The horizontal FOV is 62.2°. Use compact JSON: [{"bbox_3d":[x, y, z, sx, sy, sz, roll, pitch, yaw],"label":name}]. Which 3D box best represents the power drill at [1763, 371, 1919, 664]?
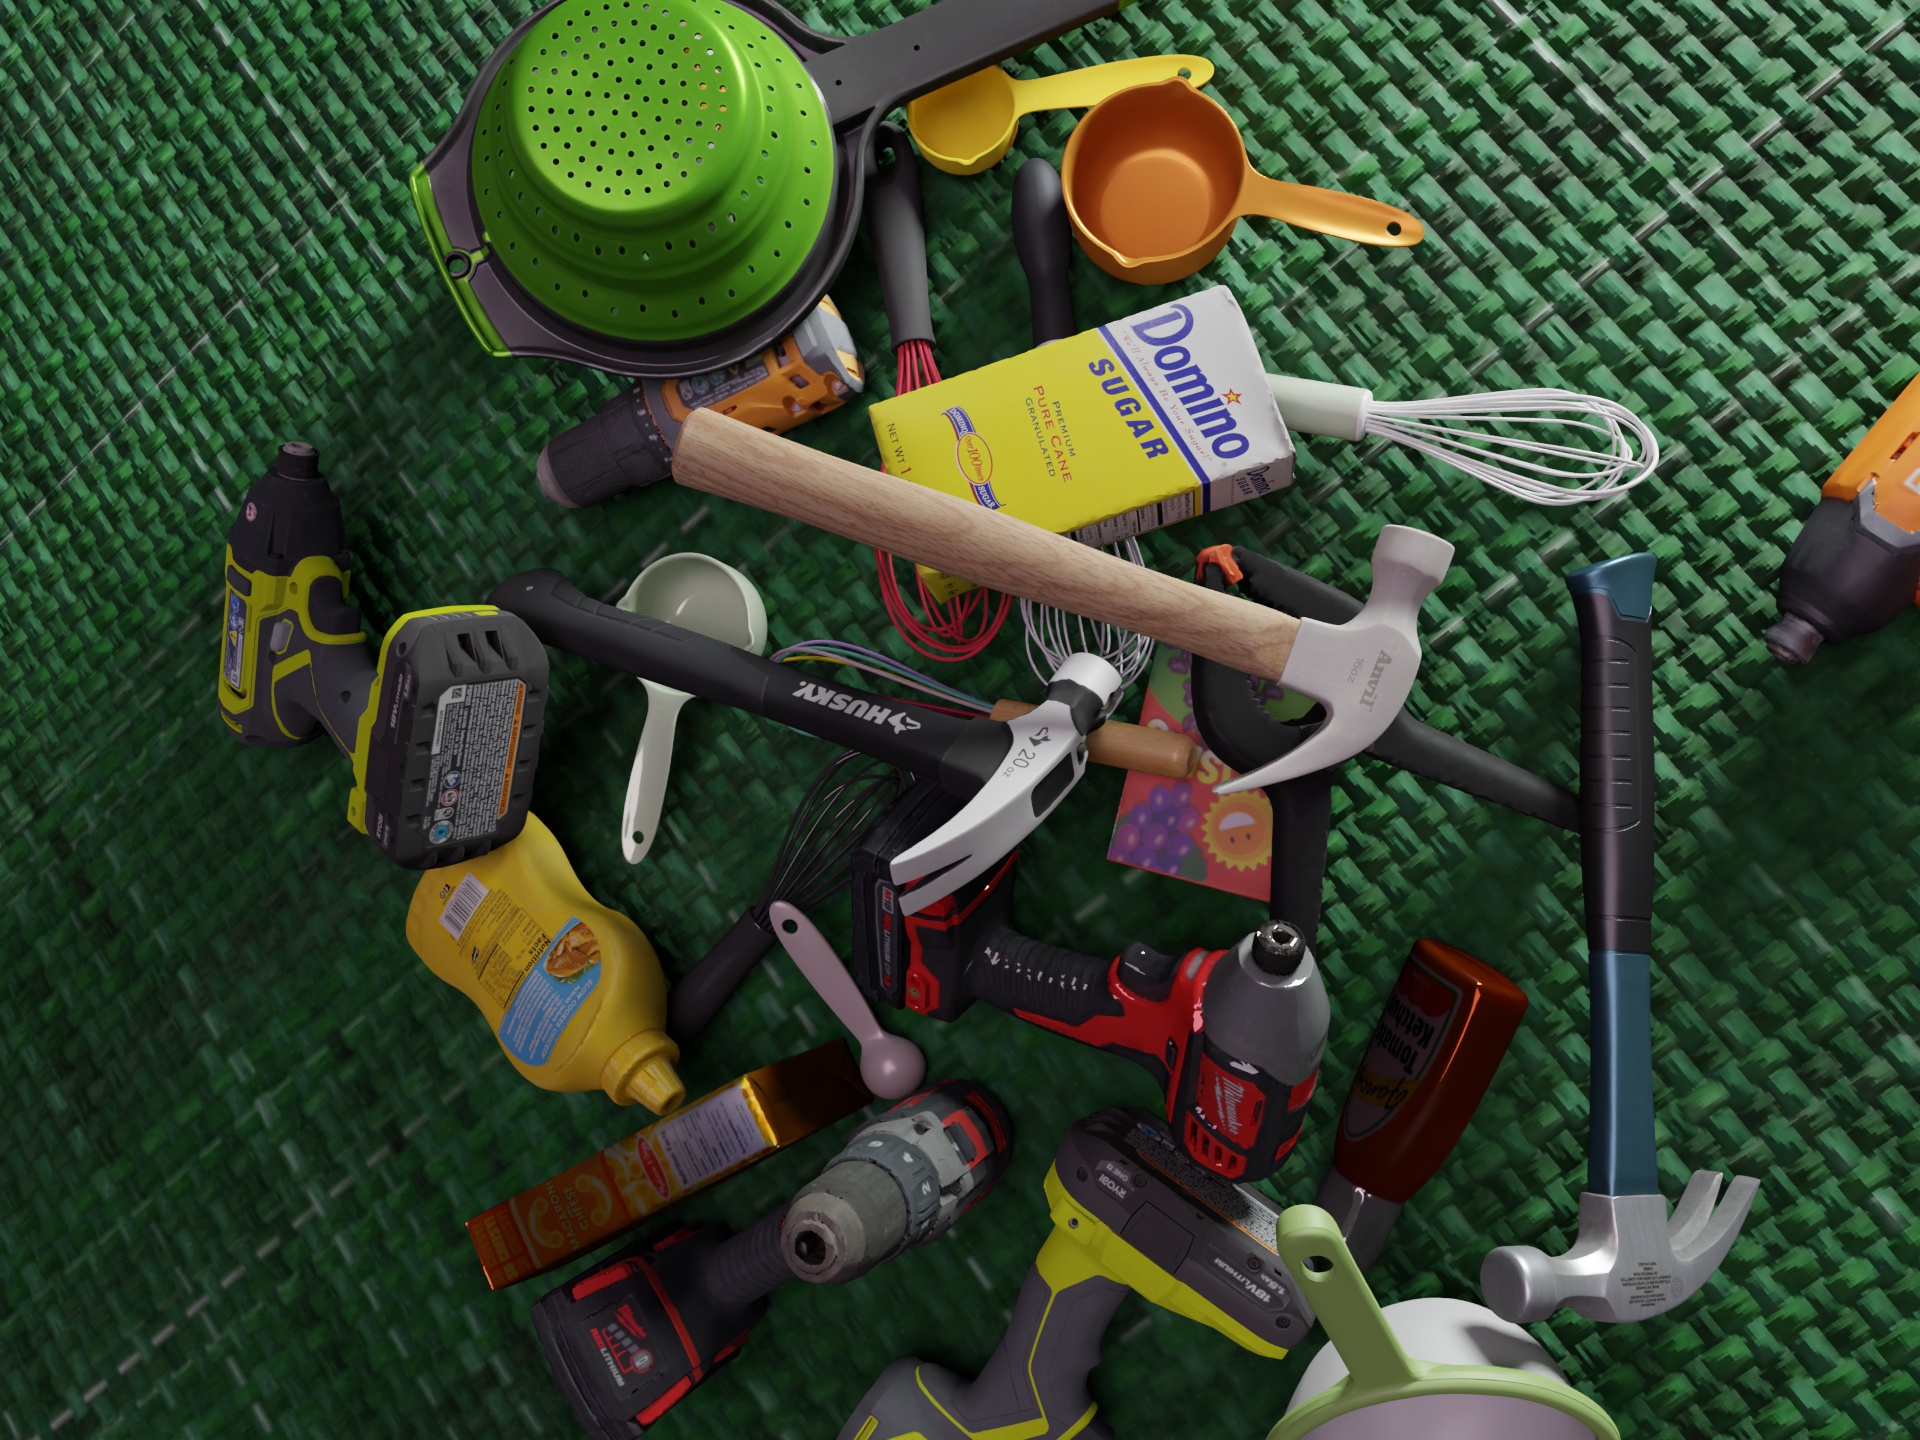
[{"bbox_3d":[0.460,-0.041,0.647,0.227,0.084,0.164,41,100,19],"label":"power drill"}]

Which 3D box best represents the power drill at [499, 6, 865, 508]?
[{"bbox_3d":[-0.172,-0.237,0.848,0.185,0.084,0.226,-24,86,15],"label":"power drill"}]

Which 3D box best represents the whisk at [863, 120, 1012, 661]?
[{"bbox_3d":[-0.020,-0.172,0.811,0.073,0.073,0.296,-12,77,16],"label":"whisk"}]

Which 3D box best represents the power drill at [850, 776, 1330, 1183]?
[{"bbox_3d":[0.060,0.110,0.720,0.220,0.078,0.143,25,136,23],"label":"power drill"}]

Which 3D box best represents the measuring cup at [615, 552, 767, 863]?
[{"bbox_3d":[-0.150,-0.005,0.850,0.083,0.038,0.167,14,93,17],"label":"measuring cup"}]

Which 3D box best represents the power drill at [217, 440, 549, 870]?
[{"bbox_3d":[-0.316,-0.035,0.836,0.223,0.080,0.171,31,117,33],"label":"power drill"}]

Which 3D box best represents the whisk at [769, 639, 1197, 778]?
[{"bbox_3d":[-0.002,-0.001,0.783,0.245,0.047,0.051,12,95,27],"label":"whisk"}]

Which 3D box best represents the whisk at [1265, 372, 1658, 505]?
[{"bbox_3d":[0.198,-0.143,0.751,0.246,0.057,0.059,14,57,20],"label":"whisk"}]

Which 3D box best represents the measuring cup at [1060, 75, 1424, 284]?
[{"bbox_3d":[0.135,-0.247,0.771,0.173,0.052,0.095,15,88,6],"label":"measuring cup"}]

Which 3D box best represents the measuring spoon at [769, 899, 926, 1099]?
[{"bbox_3d":[-0.060,0.143,0.803,0.034,0.018,0.124,-31,101,15],"label":"measuring spoon"}]

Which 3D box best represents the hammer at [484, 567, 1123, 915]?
[{"bbox_3d":[-0.102,-0.014,0.761,0.335,0.035,0.146,18,51,27],"label":"hammer"}]

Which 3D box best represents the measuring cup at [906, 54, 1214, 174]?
[{"bbox_3d":[0.051,-0.316,0.815,0.156,0.029,0.062,-7,83,5],"label":"measuring cup"}]

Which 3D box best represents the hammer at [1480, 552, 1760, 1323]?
[{"bbox_3d":[0.285,0.087,0.691,0.128,0.033,0.331,7,80,-22],"label":"hammer"}]

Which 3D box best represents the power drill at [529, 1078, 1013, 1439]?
[{"bbox_3d":[-0.091,0.253,0.745,0.226,0.188,0.080,-34,80,17],"label":"power drill"}]

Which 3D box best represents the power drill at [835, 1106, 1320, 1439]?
[{"bbox_3d":[0.070,0.320,0.748,0.191,0.080,0.228,34,100,16],"label":"power drill"}]

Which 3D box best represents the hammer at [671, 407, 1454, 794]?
[{"bbox_3d":[0.031,-0.065,0.684,0.331,0.031,0.130,19,92,8],"label":"hammer"}]

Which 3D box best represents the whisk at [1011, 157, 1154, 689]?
[{"bbox_3d":[0.052,-0.147,0.786,0.070,0.070,0.285,-9,80,16],"label":"whisk"}]

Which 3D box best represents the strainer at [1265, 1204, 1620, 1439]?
[{"bbox_3d":[0.180,0.262,0.669,0.151,0.069,0.256,-20,124,18],"label":"strainer"}]

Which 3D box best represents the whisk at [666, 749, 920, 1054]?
[{"bbox_3d":[-0.105,0.104,0.827,0.055,0.055,0.239,44,104,14],"label":"whisk"}]

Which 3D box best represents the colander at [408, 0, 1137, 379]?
[{"bbox_3d":[-0.075,-0.306,0.750,0.397,0.094,0.204,-25,88,-3],"label":"colander"}]
